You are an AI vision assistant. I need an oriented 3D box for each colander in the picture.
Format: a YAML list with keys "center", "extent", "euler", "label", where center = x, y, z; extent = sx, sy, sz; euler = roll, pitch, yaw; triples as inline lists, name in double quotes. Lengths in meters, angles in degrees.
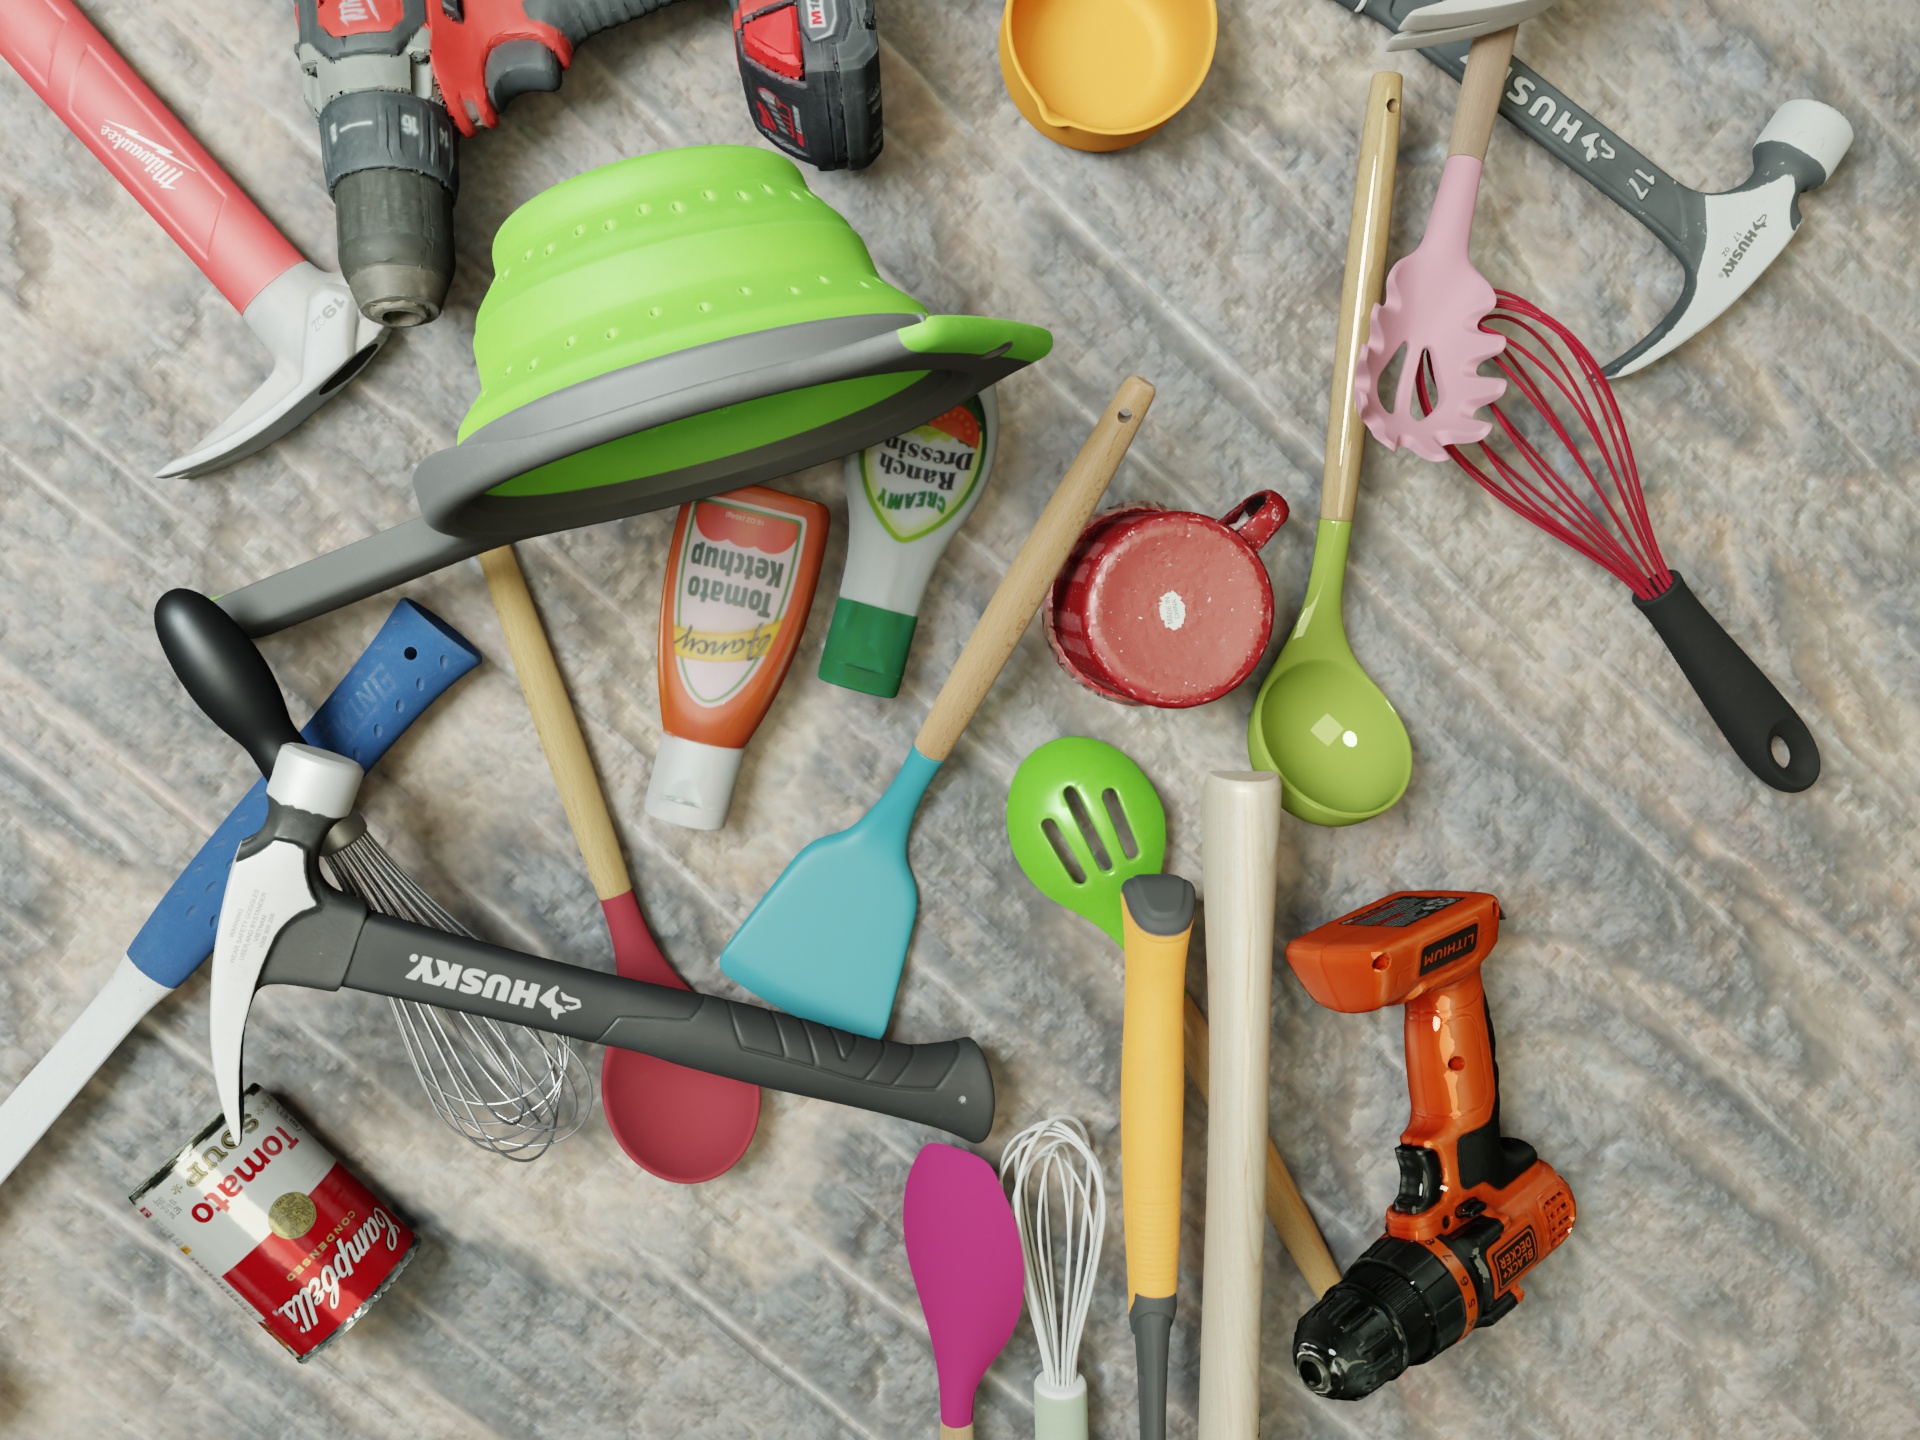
- center: [-0.167, -0.117, 0.589]
  extent: [0.397, 0.204, 0.094]
  euler: [-15, 93, 26]
  label: "colander"

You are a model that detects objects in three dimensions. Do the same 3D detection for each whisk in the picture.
- center: [0.047, 0.301, 0.740]
  extent: [0.058, 0.059, 0.246]
  euler: [6, 103, 38]
  label: "whisk"
- center: [0.301, -0.073, 0.715]
  extent: [0.073, 0.073, 0.295]
  euler: [-43, 105, 1]
  label: "whisk"
- center: [-0.238, 0.069, 0.652]
  extent: [0.070, 0.070, 0.284]
  euler: [-27, 112, -2]
  label: "whisk"

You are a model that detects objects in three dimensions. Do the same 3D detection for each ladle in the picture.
- center: [0.172, -0.112, 0.684]
  extent: [0.078, 0.062, 0.320]
  euler: [1, 101, -21]
  label: "ladle"
- center: [-0.161, 0.053, 0.701]
  extent: [0.069, 0.031, 0.315]
  euler: [-20, 96, -18]
  label: "ladle"

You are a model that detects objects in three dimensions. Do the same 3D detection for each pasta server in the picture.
- center: [0.216, -0.258, 0.653]
  extent: [0.060, 0.040, 0.316]
  euler: [14, 89, -3]
  label: "pasta server"

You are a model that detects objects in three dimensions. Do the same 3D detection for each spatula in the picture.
- center: [-0.001, -0.002, 0.674]
  extent: [0.082, 0.044, 0.317]
  euler: [28, 113, -4]
  label: "spatula"

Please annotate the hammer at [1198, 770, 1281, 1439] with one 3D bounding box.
- center: [0.119, 0.227, 0.679]
  extent: [0.038, 0.146, 0.410]
  euler: [0, 98, 1]
  label: "hammer"

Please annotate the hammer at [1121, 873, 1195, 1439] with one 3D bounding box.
- center: [0.085, 0.235, 0.702]
  extent: [0.034, 0.127, 0.337]
  euler: [0, 92, -1]
  label: "hammer"

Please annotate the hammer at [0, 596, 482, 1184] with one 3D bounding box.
- center: [-0.357, 0.111, 0.678]
  extent: [0.144, 0.035, 0.405]
  euler: [40, 89, 5]
  label: "hammer"

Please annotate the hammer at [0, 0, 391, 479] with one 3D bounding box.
- center: [-0.393, -0.280, 0.639]
  extent: [0.143, 0.038, 0.386]
  euler: [-41, 98, 2]
  label: "hammer"

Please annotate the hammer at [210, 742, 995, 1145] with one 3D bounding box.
- center: [-0.133, 0.128, 0.656]
  extent: [0.334, 0.035, 0.146]
  euler: [20, 88, -23]
  label: "hammer"

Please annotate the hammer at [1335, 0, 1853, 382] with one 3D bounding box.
- center: [0.186, -0.306, 0.689]
  extent: [0.409, 0.036, 0.149]
  euler: [33, 94, -7]
  label: "hammer"

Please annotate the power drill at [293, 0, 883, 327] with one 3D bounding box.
- center: [-0.146, -0.255, 0.627]
  extent: [0.226, 0.080, 0.188]
  euler: [-6, 81, -2]
  label: "power drill"

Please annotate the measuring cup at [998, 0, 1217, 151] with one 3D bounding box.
- center: [0.024, -0.308, 0.666]
  extent: [0.173, 0.052, 0.095]
  euler: [33, 93, -6]
  label: "measuring cup"

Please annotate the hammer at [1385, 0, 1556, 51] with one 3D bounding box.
- center: [0.101, -0.371, 0.631]
  extent: [0.331, 0.031, 0.130]
  euler: [23, 86, 0]
  label: "hammer"

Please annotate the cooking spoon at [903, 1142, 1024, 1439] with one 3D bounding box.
- center: [-0.002, 0.349, 0.741]
  extent: [0.069, 0.017, 0.319]
  euler: [8, 103, 36]
  label: "cooking spoon"

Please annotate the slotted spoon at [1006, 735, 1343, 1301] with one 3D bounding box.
- center: [0.112, 0.150, 0.736]
  extent: [0.070, 0.031, 0.313]
  euler: [-28, 99, 2]
  label: "slotted spoon"
